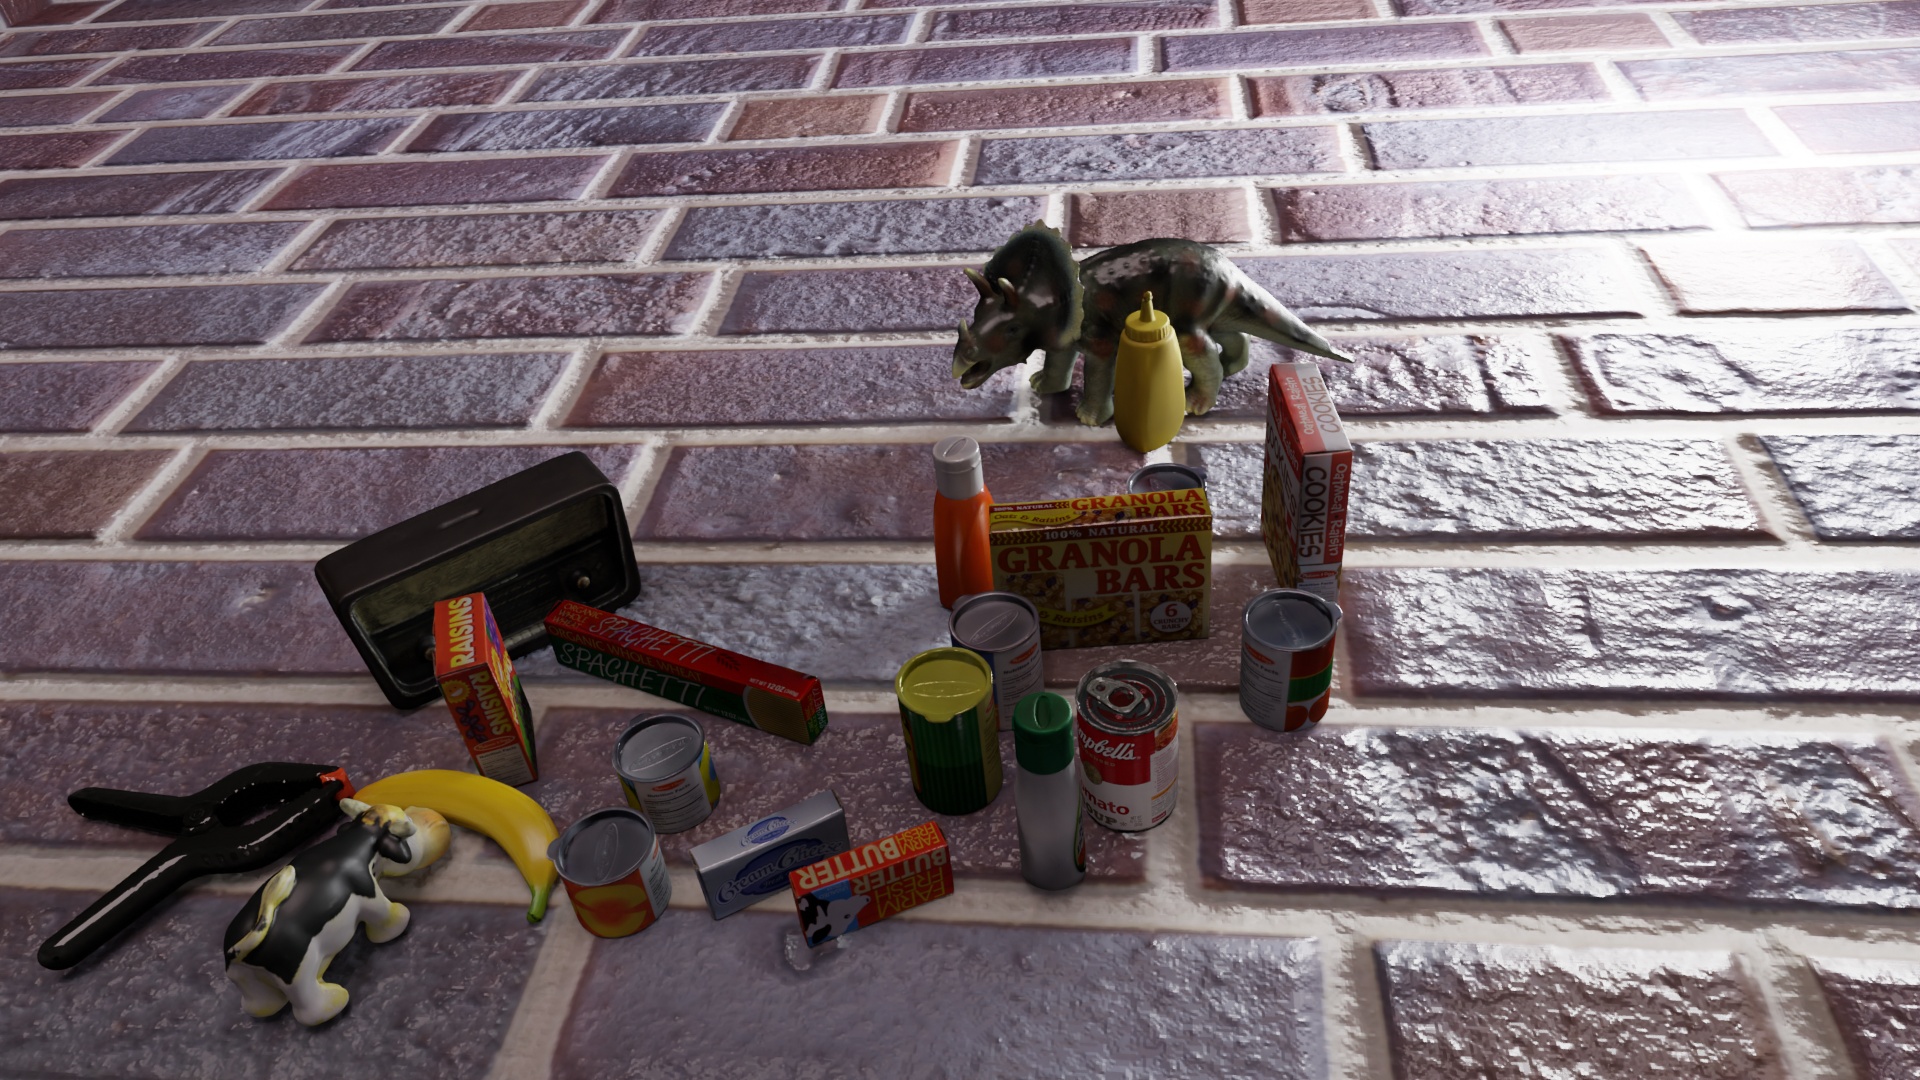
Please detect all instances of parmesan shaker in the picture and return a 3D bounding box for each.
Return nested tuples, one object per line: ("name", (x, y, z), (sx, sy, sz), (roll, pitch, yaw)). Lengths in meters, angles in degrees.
("parmesan shaker", (-0.007, 0.135, 0.965), (0.071, 0.102, 0.072), (-4, 38, 3))

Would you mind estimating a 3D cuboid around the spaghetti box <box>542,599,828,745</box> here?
("spaghetti box", (-0.218, 0.100, 1.081), (0.250, 0.050, 0.029), (14, 43, 24))

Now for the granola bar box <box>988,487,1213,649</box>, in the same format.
("granola bar box", (0.108, 0.024, 1.072), (0.166, 0.123, 0.039), (-4, 38, 3))

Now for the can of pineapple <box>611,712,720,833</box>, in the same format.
("can of pineapple", (-0.210, 0.165, 0.993), (0.071, 0.057, 0.071), (-4, 38, 3))

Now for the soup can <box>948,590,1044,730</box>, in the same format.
("soup can", (0.026, 0.088, 1.034), (0.071, 0.083, 0.072), (-4, 38, 3))

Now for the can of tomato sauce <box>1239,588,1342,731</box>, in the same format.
("can of tomato sauce", (0.238, 0.086, 1.007), (0.071, 0.082, 0.071), (-4, 38, 3))

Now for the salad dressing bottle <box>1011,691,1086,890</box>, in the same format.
("salad dressing bottle", (0.056, 0.161, 0.888), (0.044, 0.146, 0.064), (-3, 38, 5))

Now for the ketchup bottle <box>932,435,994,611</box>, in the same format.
("ketchup bottle", (0.004, -0.014, 1.114), (0.043, 0.148, 0.065), (18, 44, 28))

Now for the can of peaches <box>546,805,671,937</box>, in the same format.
("can of peaches", (-0.233, 0.221, 0.925), (0.071, 0.057, 0.071), (-4, 38, 3))

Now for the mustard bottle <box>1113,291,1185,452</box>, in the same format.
("mustard bottle", (0.171, -0.159, 1.263), (0.065, 0.159, 0.049), (-31, 44, -28))

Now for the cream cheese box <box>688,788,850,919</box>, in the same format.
("cream cheese box", (-0.125, 0.210, 0.928), (0.104, 0.053, 0.024), (-21, 40, -17))

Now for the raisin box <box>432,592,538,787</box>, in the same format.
("raisin box", (-0.351, 0.112, 1.026), (0.040, 0.122, 0.086), (-15, 39, -10))

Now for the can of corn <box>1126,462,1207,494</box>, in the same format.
("can of corn", (0.176, -0.024, 1.176), (0.071, 0.058, 0.071), (-4, 38, 3))

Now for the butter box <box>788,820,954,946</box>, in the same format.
("butter box", (-0.057, 0.222, 0.902), (0.104, 0.052, 0.024), (-17, 39, -14))

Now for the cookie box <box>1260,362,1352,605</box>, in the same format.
("cookie box", (0.268, -0.038, 1.092), (0.040, 0.166, 0.123), (-5, 38, 2))
